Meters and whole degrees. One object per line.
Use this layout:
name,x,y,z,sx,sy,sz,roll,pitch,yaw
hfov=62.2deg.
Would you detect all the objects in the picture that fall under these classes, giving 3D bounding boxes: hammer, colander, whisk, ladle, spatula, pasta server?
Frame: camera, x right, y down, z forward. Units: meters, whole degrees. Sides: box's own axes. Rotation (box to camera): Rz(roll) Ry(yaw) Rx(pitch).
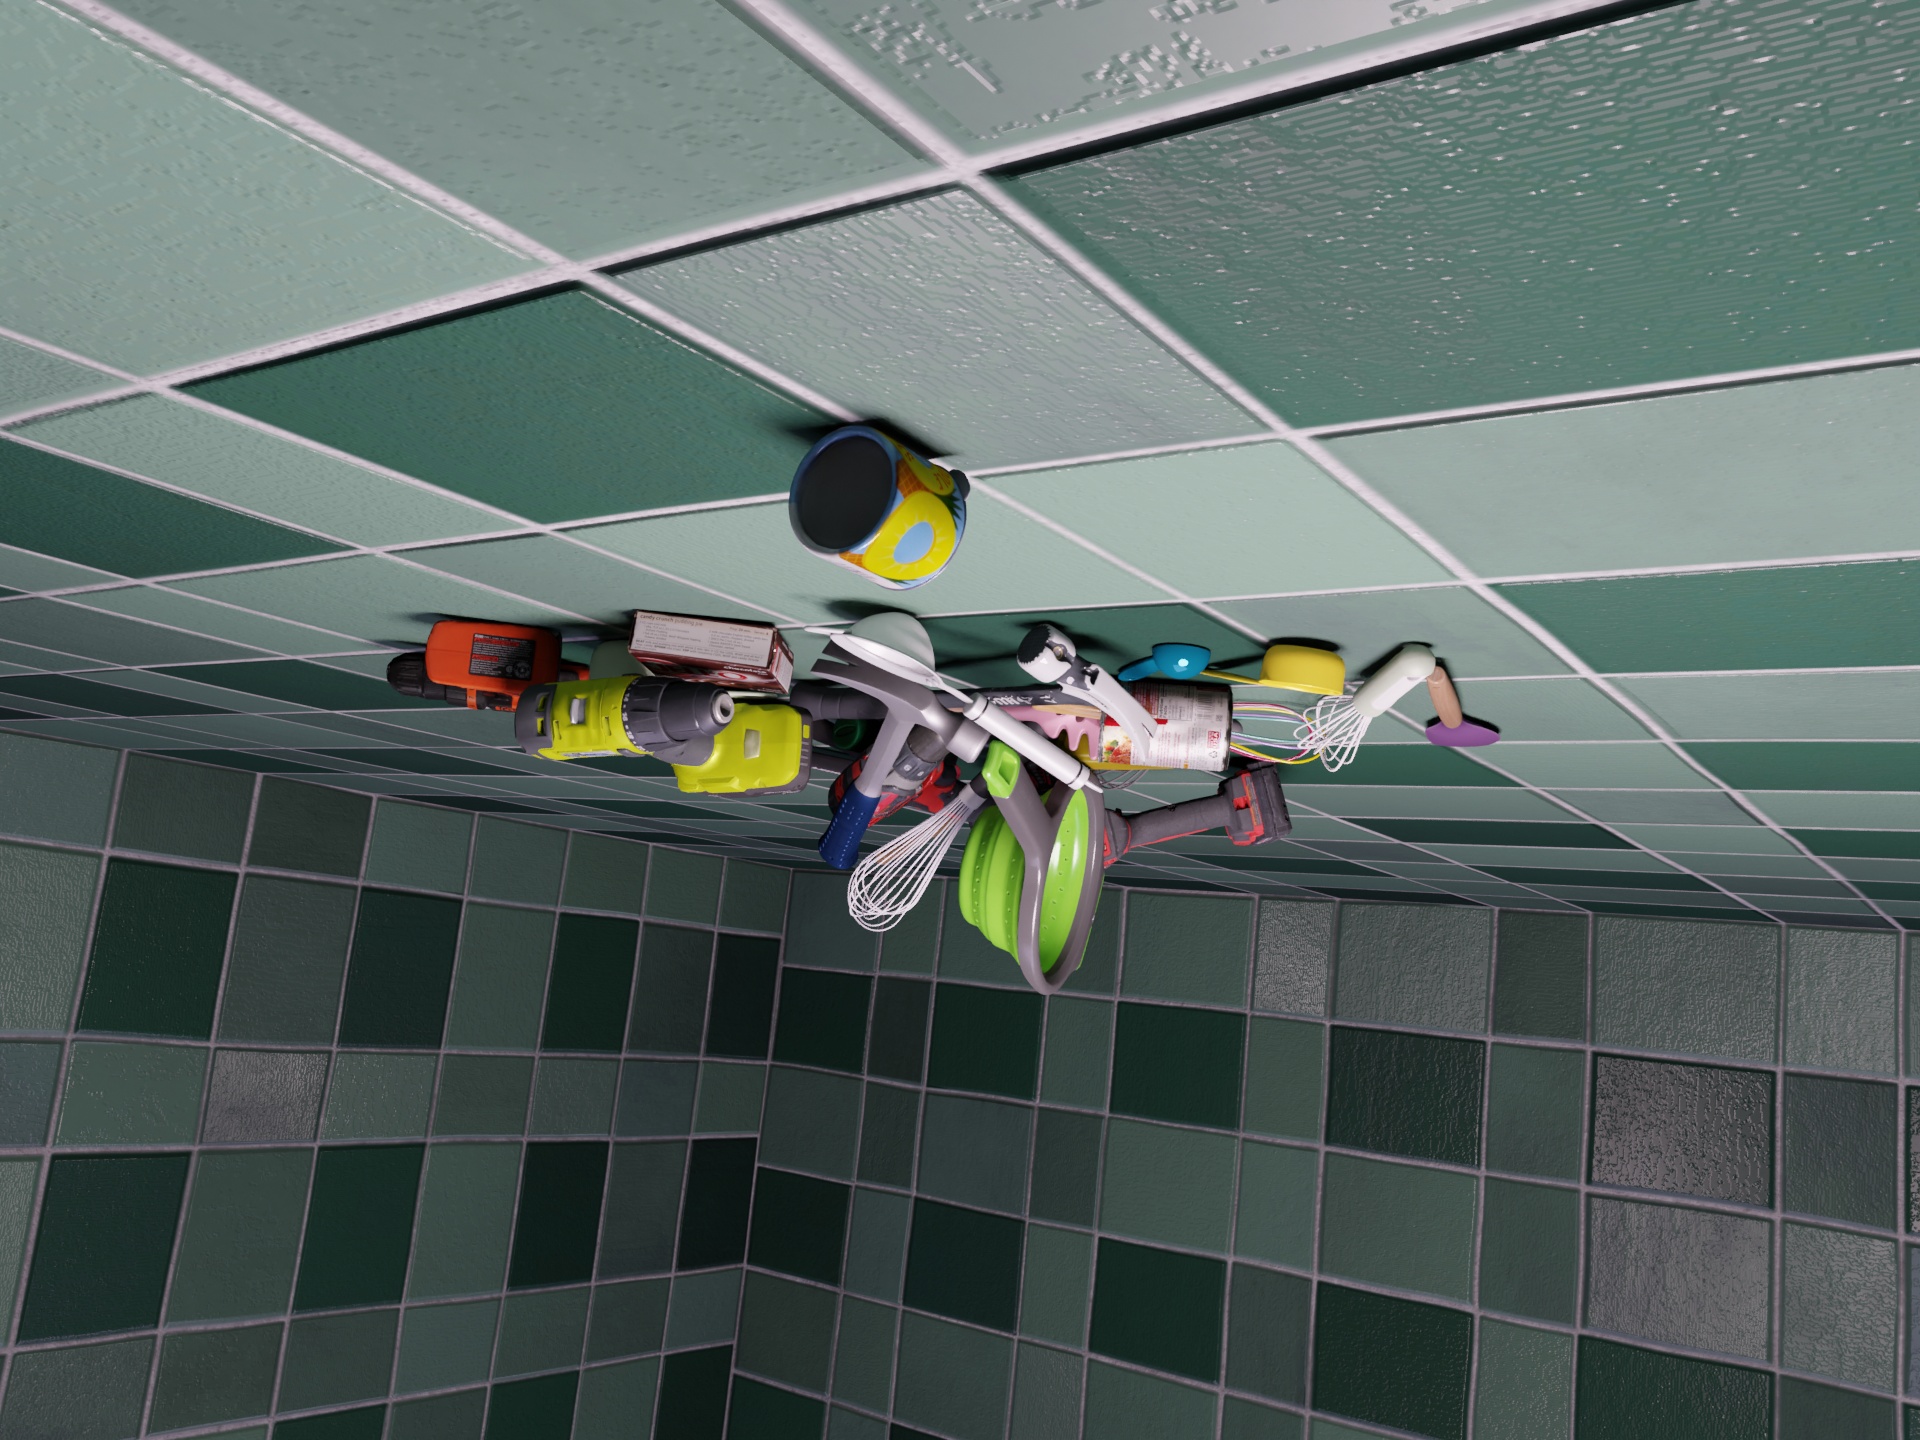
hammer,-0.190,0.039,1.798,0.146,0.035,0.334,-3,167,45
colander,0.039,0.104,1.366,0.094,0.205,0.396,10,158,19
whisk,0.180,0.000,1.311,0.245,0.047,0.051,8,172,6
whisk,0.296,-0.011,1.160,0.058,0.059,0.246,-5,167,-4
ladle,-0.001,0.109,1.695,0.078,0.062,0.320,11,-161,27
hammer,-0.014,-0.016,1.283,0.149,0.036,0.409,34,159,-32
spatula,0.379,-0.005,1.225,0.060,0.018,0.315,1,171,21
pasta server,-0.002,-0.005,1.411,0.316,0.040,0.060,4,149,21
hammer,-0.083,0.050,1.371,0.144,0.035,0.405,32,155,1
whisk,-0.010,0.091,1.486,0.284,0.070,0.070,-47,146,18
whisk,0.185,0.029,1.470,0.055,0.055,0.239,10,166,-25
whisk,-0.094,0.034,1.651,0.073,0.073,0.295,-1,162,36

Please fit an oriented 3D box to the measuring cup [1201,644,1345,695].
measuring cup,0.215,-0.040,1.131,0.062,0.029,0.156,10,-178,-23

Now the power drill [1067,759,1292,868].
power drill,0.214,0.105,1.615,0.219,0.078,0.143,-12,170,0

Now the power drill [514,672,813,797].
power drill,-0.219,0.009,1.299,0.190,0.080,0.228,-4,169,29

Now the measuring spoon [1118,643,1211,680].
measuring spoon,0.145,-0.034,1.180,0.042,0.021,0.128,9,169,-16

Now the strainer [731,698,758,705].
strainer,-0.221,0.037,1.584,0.151,0.069,0.256,15,166,11

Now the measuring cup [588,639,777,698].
measuring cup,-0.232,-0.041,1.348,0.167,0.038,0.083,5,172,-31

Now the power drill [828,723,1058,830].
power drill,0.006,0.053,1.556,0.226,0.080,0.188,11,144,-36

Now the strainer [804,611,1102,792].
strainer,0.005,-0.016,1.137,0.258,0.050,0.087,34,168,-21
